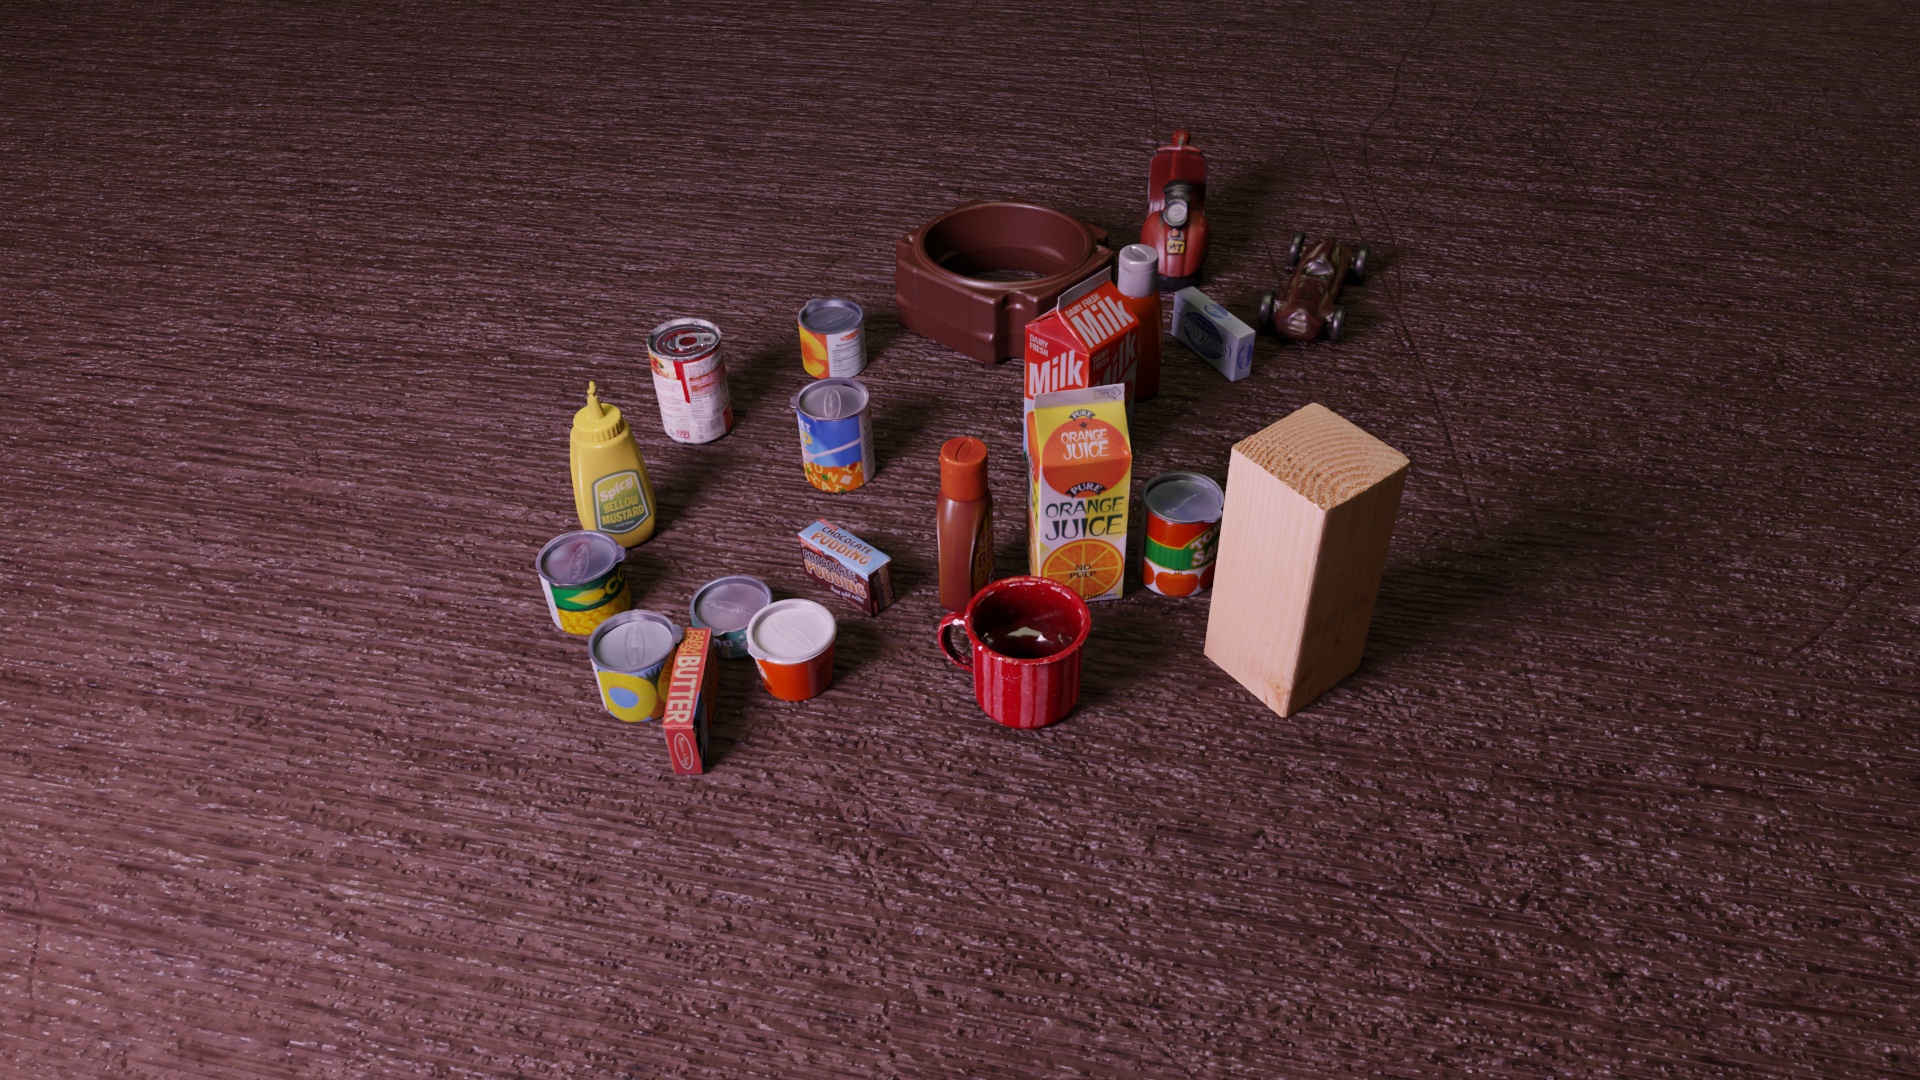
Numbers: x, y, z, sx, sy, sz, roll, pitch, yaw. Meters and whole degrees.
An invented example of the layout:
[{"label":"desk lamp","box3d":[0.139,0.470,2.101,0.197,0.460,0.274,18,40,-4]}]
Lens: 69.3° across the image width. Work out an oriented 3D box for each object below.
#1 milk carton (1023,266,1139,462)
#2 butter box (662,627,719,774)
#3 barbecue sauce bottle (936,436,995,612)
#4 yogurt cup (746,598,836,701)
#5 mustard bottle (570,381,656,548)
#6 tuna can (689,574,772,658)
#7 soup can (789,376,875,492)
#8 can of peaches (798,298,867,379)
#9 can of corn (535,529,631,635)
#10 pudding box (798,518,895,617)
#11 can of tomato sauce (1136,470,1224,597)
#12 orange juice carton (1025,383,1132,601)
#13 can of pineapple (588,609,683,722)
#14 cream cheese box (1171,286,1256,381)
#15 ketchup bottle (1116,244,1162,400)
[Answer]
[{"label":"milk carton","box3d":[0.106,-0.146,1.226,0.073,0.189,0.073,31,50,32]},{"label":"butter box","box3d":[-0.200,0.118,1.036,0.024,0.052,0.104,-2,41,0]},{"label":"barbecue sauce bottle","box3d":[0.004,-0.014,1.109,0.044,0.147,0.065,11,43,14]},{"label":"yogurt cup","box3d":[-0.128,0.086,1.070,0.072,0.053,0.073,-1,41,1]},{"label":"mustard bottle","box3d":[-0.297,-0.064,1.168,0.065,0.159,0.049,-20,44,-20]},{"label":"tuna can","box3d":[-0.183,0.063,1.115,0.071,0.032,0.071,-1,41,1]},{"label":"soup can","box3d":[-0.115,-0.095,1.256,0.071,0.083,0.072,-1,41,1]},{"label":"can of peaches","box3d":[-0.129,-0.204,1.401,0.071,0.057,0.071,-1,41,1]},{"label":"can of corn","box3d":[-0.304,0.034,1.132,0.071,0.058,0.071,-1,41,1]},{"label":"pudding box","box3d":[-0.094,0.021,1.147,0.084,0.049,0.030,30,50,31]},{"label":"can of tomato sauce","box3d":[0.181,-0.004,1.141,0.071,0.082,0.071,-1,41,1]},{"label":"orange juice carton","box3d":[0.092,-0.042,1.105,0.072,0.191,0.073,-6,41,-4]},{"label":"can of pineapple","box3d":[-0.244,0.096,1.059,0.071,0.057,0.071,-1,41,1]},{"label":"cream cheese box","box3d":[0.254,-0.208,1.396,0.024,0.053,0.104,-22,45,-21]},{"label":"ketchup bottle","box3d":[0.167,-0.210,1.329,0.044,0.148,0.065,-20,44,-20]}]
